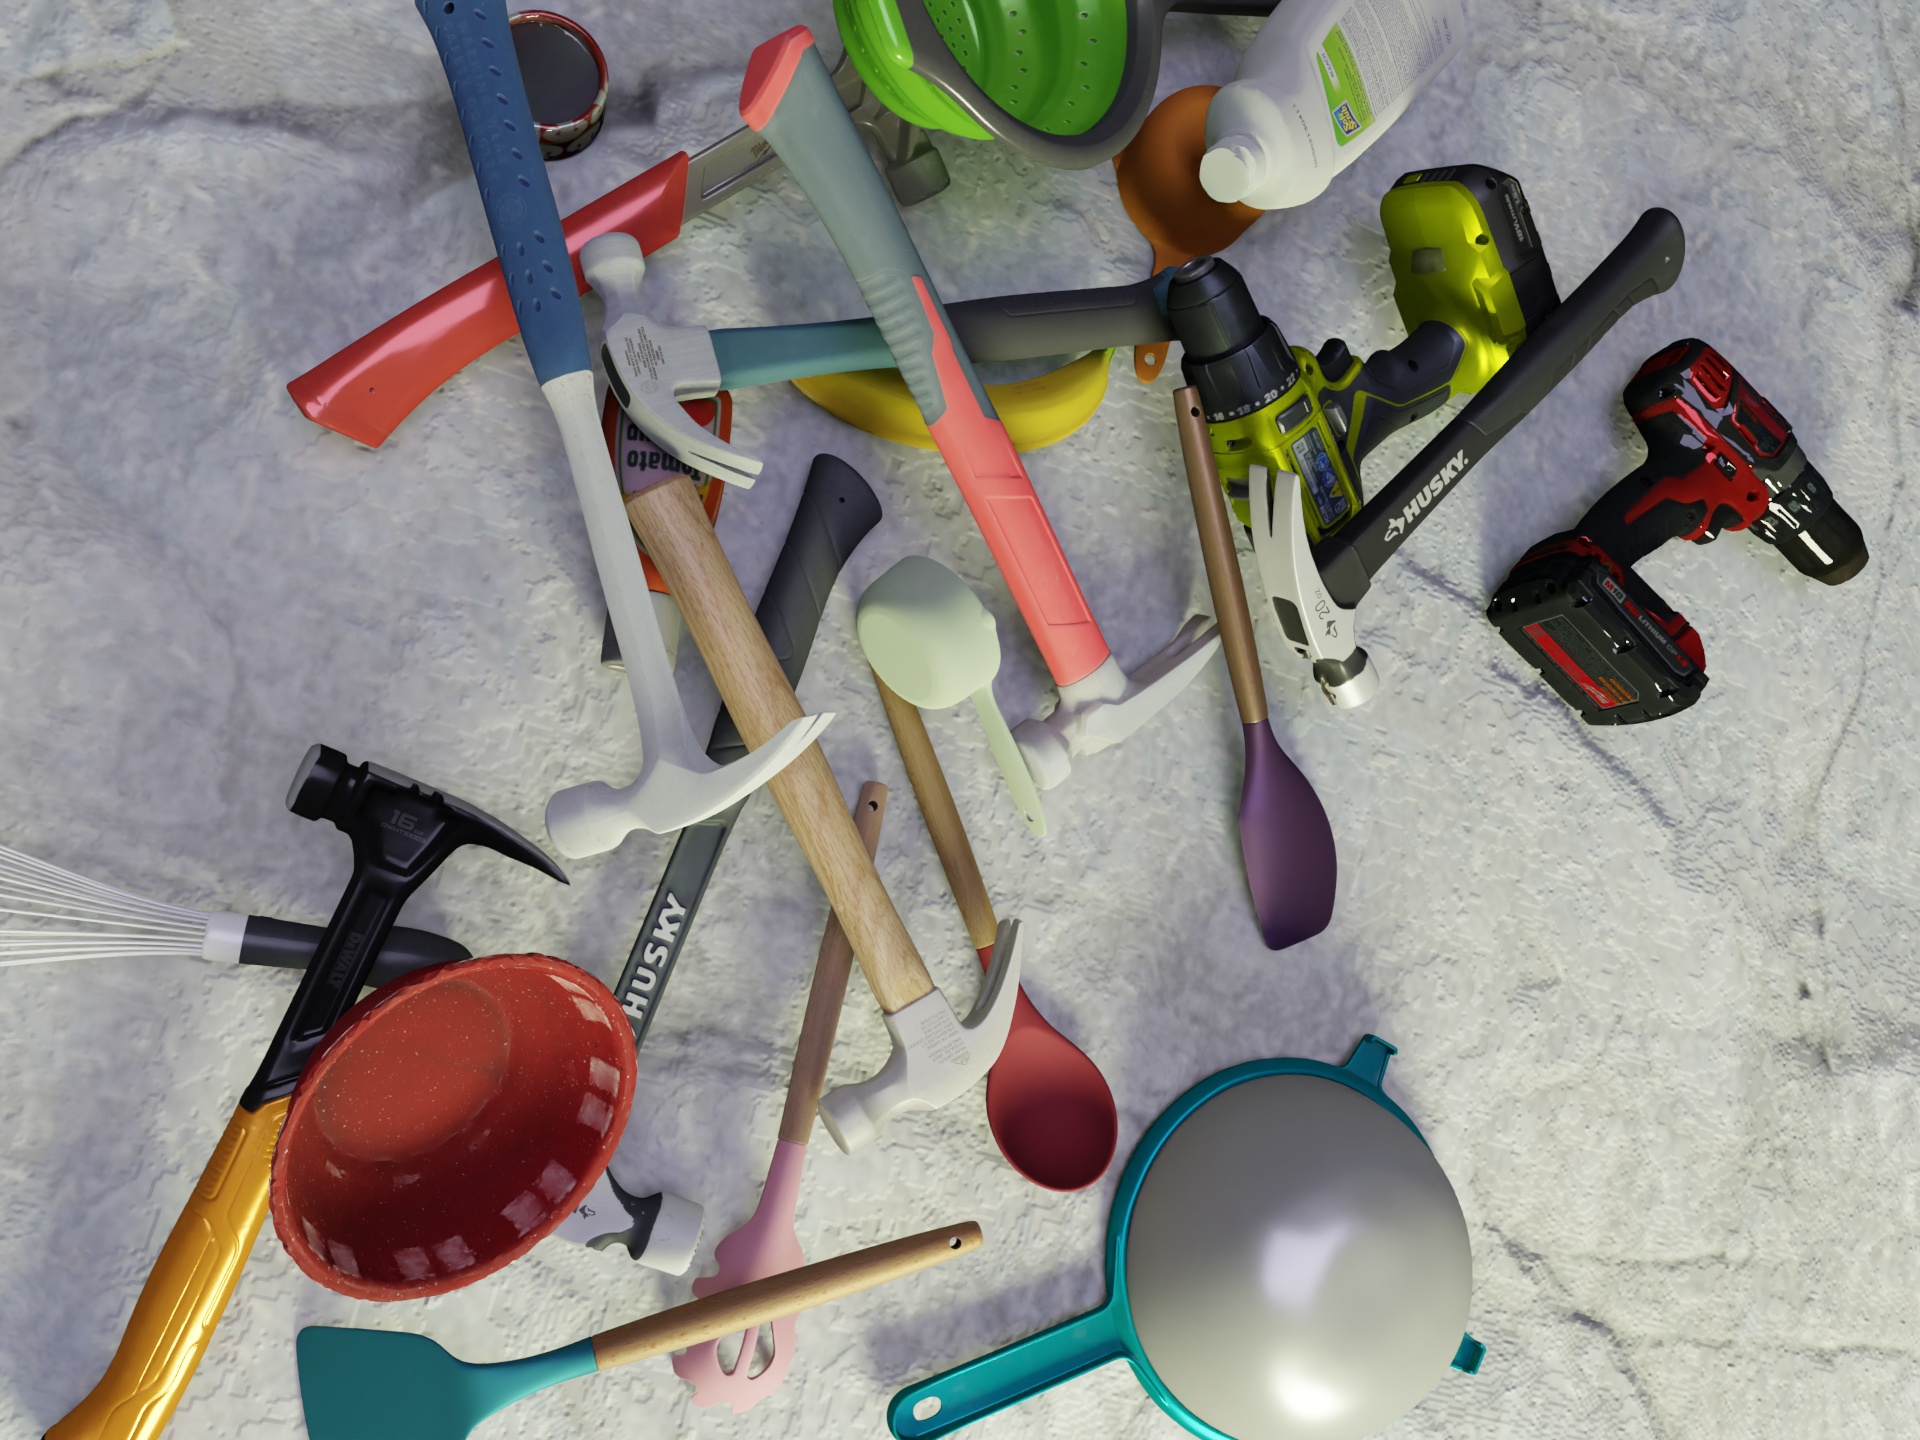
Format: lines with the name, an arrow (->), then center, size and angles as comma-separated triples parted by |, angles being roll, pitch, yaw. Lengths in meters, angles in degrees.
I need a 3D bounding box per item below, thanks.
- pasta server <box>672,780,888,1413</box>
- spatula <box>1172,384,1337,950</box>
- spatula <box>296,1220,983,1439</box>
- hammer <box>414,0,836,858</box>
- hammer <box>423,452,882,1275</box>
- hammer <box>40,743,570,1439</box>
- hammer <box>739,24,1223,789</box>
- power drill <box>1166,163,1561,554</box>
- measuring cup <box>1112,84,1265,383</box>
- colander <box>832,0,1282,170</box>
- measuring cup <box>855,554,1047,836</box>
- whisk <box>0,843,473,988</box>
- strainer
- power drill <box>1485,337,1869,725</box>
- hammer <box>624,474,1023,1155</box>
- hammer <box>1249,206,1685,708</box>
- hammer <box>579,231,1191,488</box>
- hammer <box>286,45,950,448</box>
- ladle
pasta server -> -0.080, 0.183, 0.797 | 0.060, 0.040, 0.316 | 16, 75, -14
spatula -> 0.157, -0.026, 0.865 | 0.060, 0.018, 0.315 | -20, 103, -20
spatula -> -0.143, 0.281, 0.736 | 0.317, 0.044, 0.082 | -13, 82, -12
hammer -> -0.173, -0.148, 0.733 | 0.144, 0.035, 0.405 | -17, 88, 19
hammer -> -0.132, 0.053, 0.792 | 0.149, 0.036, 0.409 | 23, 77, -12
hammer -> -0.300, 0.185, 0.701 | 0.127, 0.034, 0.337 | 27, 85, -23
hammer -> 0.013, -0.155, 0.785 | 0.143, 0.038, 0.386 | -38, 118, -18
power drill -> 0.221, -0.210, 0.884 | 0.228, 0.080, 0.190 | -40, 118, -18
measuring cup -> 0.130, -0.277, 0.901 | 0.095, 0.052, 0.174 | 17, 77, -14
colander -> 0.058, -0.389, 0.856 | 0.397, 0.094, 0.204 | -22, 100, -44
measuring cup -> -0.001, -0.003, 0.812 | 0.038, 0.083, 0.167 | -36, 111, -29
whisk -> -0.362, 0.091, 0.708 | 0.284, 0.070, 0.070 | 11, 80, -20
strainer -> 0.131, 0.302, 0.808 | 0.340, 0.095, 0.211 | -15, 88, -19
power drill -> 0.446, -0.099, 0.966 | 0.188, 0.080, 0.227 | 43, 71, -8
hammer -> -0.072, 0.035, 0.776 | 0.130, 0.031, 0.331 | -27, 95, -21
hammer -> 0.285, -0.168, 0.868 | 0.335, 0.035, 0.146 | -44, 125, -13
hammer -> -0.018, -0.199, 0.818 | 0.331, 0.033, 0.128 | -12, 81, -21
hammer -> -0.177, -0.256, 0.800 | 0.359, 0.037, 0.149 | -36, 114, -15
ladle -> 0.005, 0.093, 0.832 | 0.069, 0.031, 0.315 | -19, 87, -23
